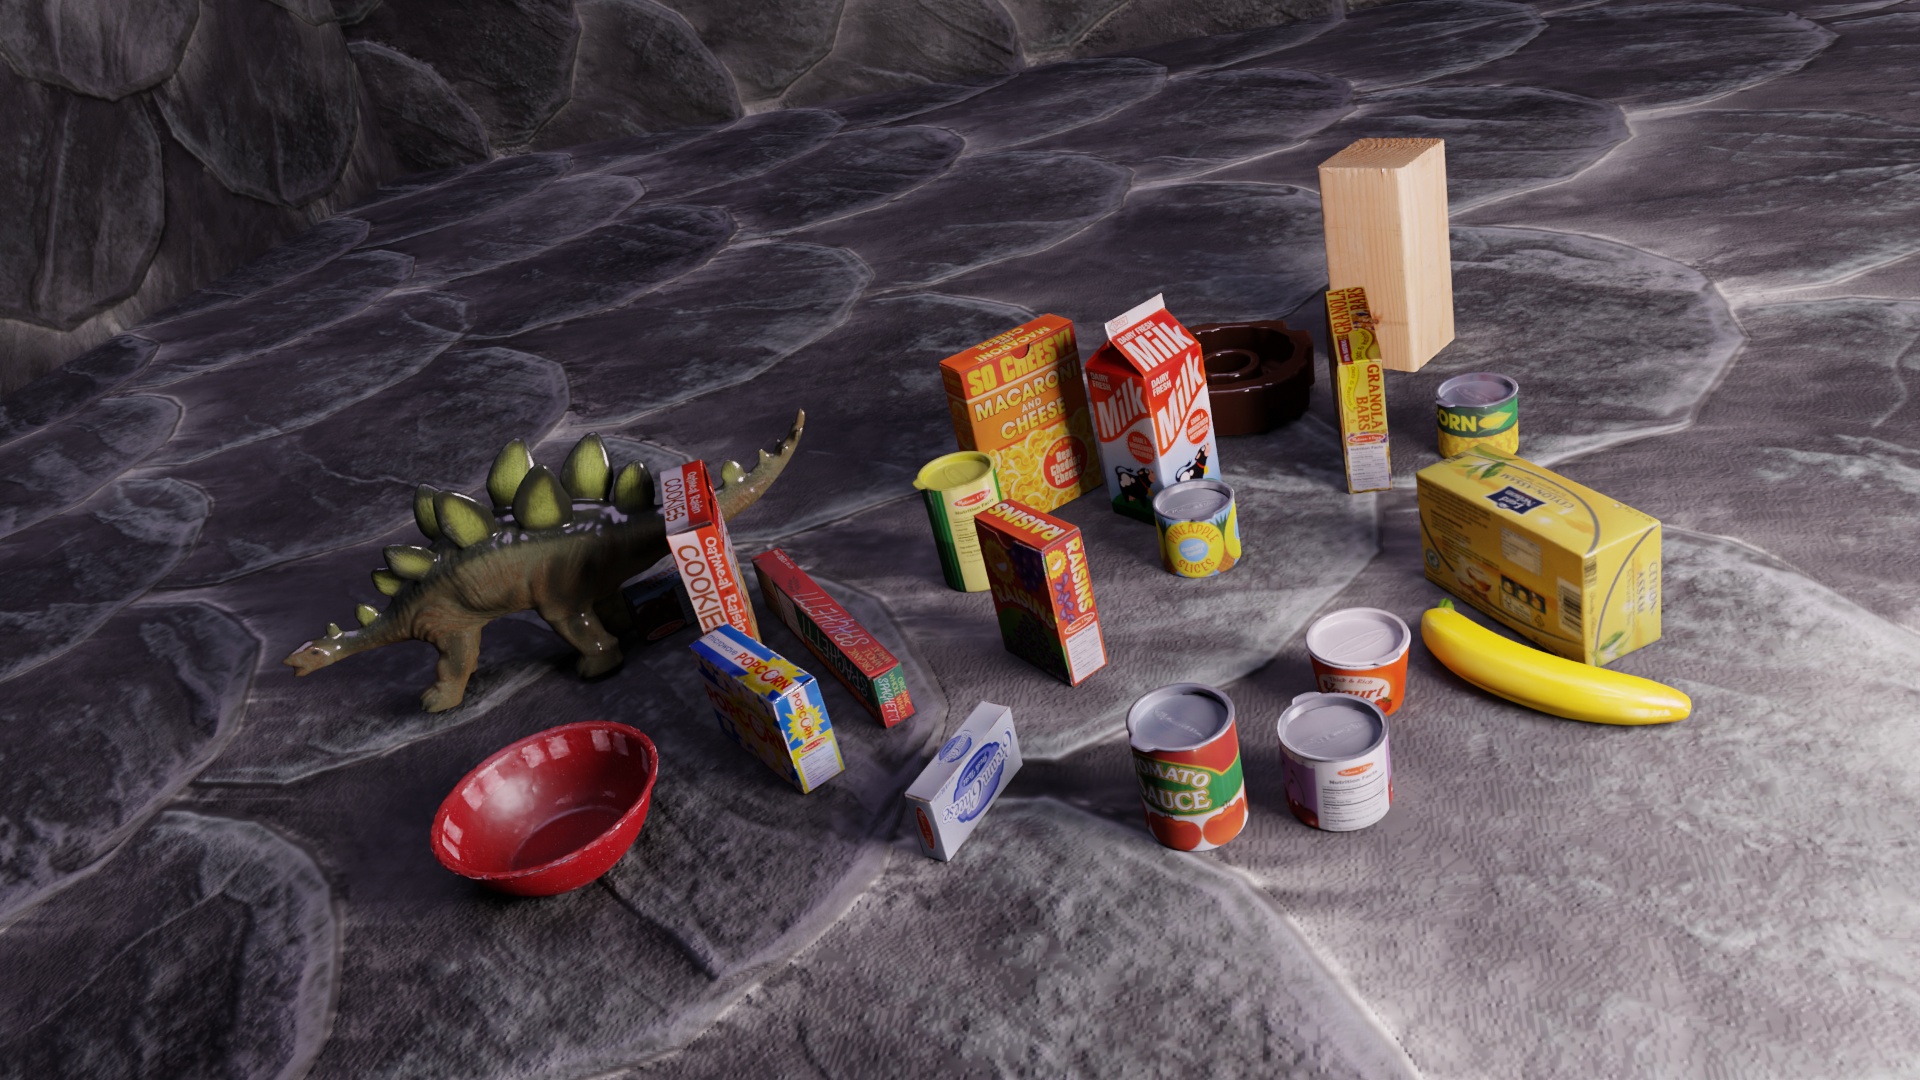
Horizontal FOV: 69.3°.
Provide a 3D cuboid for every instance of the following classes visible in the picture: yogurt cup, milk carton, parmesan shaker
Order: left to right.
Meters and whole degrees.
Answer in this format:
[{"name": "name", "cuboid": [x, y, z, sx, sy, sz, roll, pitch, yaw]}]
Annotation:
[{"name": "parmesan shaker", "cuboid": [0.004, -0.015, 1.182, 0.071, 0.102, 0.071, -11, 29, 6]}, {"name": "milk carton", "cuboid": [0.164, -0.112, 1.194, 0.072, 0.189, 0.073, -32, 34, -30]}, {"name": "yogurt cup", "cuboid": [0.270, 0.085, 0.941, 0.072, 0.053, 0.073, -11, 29, 6]}]

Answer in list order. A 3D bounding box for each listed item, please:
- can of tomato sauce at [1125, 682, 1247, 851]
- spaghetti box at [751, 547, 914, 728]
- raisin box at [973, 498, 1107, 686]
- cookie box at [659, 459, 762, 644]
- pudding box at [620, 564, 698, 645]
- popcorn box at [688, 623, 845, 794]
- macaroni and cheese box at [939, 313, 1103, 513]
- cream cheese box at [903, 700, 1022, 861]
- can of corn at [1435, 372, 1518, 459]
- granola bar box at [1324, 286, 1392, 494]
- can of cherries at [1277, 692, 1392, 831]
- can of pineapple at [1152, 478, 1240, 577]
[{"name": "can of tomato sauce", "cuboid": [0.141, 0.142, 0.866, 0.071, 0.082, 0.071, -11, 29, 6]}, {"name": "spaghetti box", "cuboid": [-0.108, 0.074, 1.128, 0.029, 0.050, 0.250, -25, 31, -20]}, {"name": "raisin box", "cuboid": [0.059, 0.038, 1.044, 0.040, 0.122, 0.086, -29, 32, -25]}, {"name": "cookie box", "cuboid": [-0.195, 0.034, 1.114, 0.040, 0.166, 0.123, -17, 29, -6]}, {"name": "pudding box", "cuboid": [-0.252, 0.051, 1.231, 0.084, 0.049, 0.030, -27, 31, -23]}, {"name": "popcorn box", "cuboid": [-0.144, 0.122, 1.023, 0.038, 0.085, 0.127, -31, 33, -28]}, {"name": "macaroni and cheese box", "cuboid": [0.058, -0.103, 1.249, 0.124, 0.165, 0.040, -27, 31, -23]}, {"name": "cream cheese box", "cuboid": [0.003, 0.159, 0.927, 0.024, 0.053, 0.104, 7, 35, 33]}, {"name": "can of corn", "cuboid": [0.443, -0.104, 1.196, 0.071, 0.058, 0.071, -11, 29, 6]}, {"name": "granola bar box", "cuboid": [0.348, -0.135, 1.223, 0.039, 0.123, 0.166, -6, 30, 14]}, {"name": "can of cherries", "cuboid": [0.232, 0.136, 0.863, 0.071, 0.058, 0.072, -11, 29, 6]}, {"name": "can of pineapple", "cuboid": [0.194, -0.009, 1.137, 0.071, 0.057, 0.071, -11, 29, 6]}]
